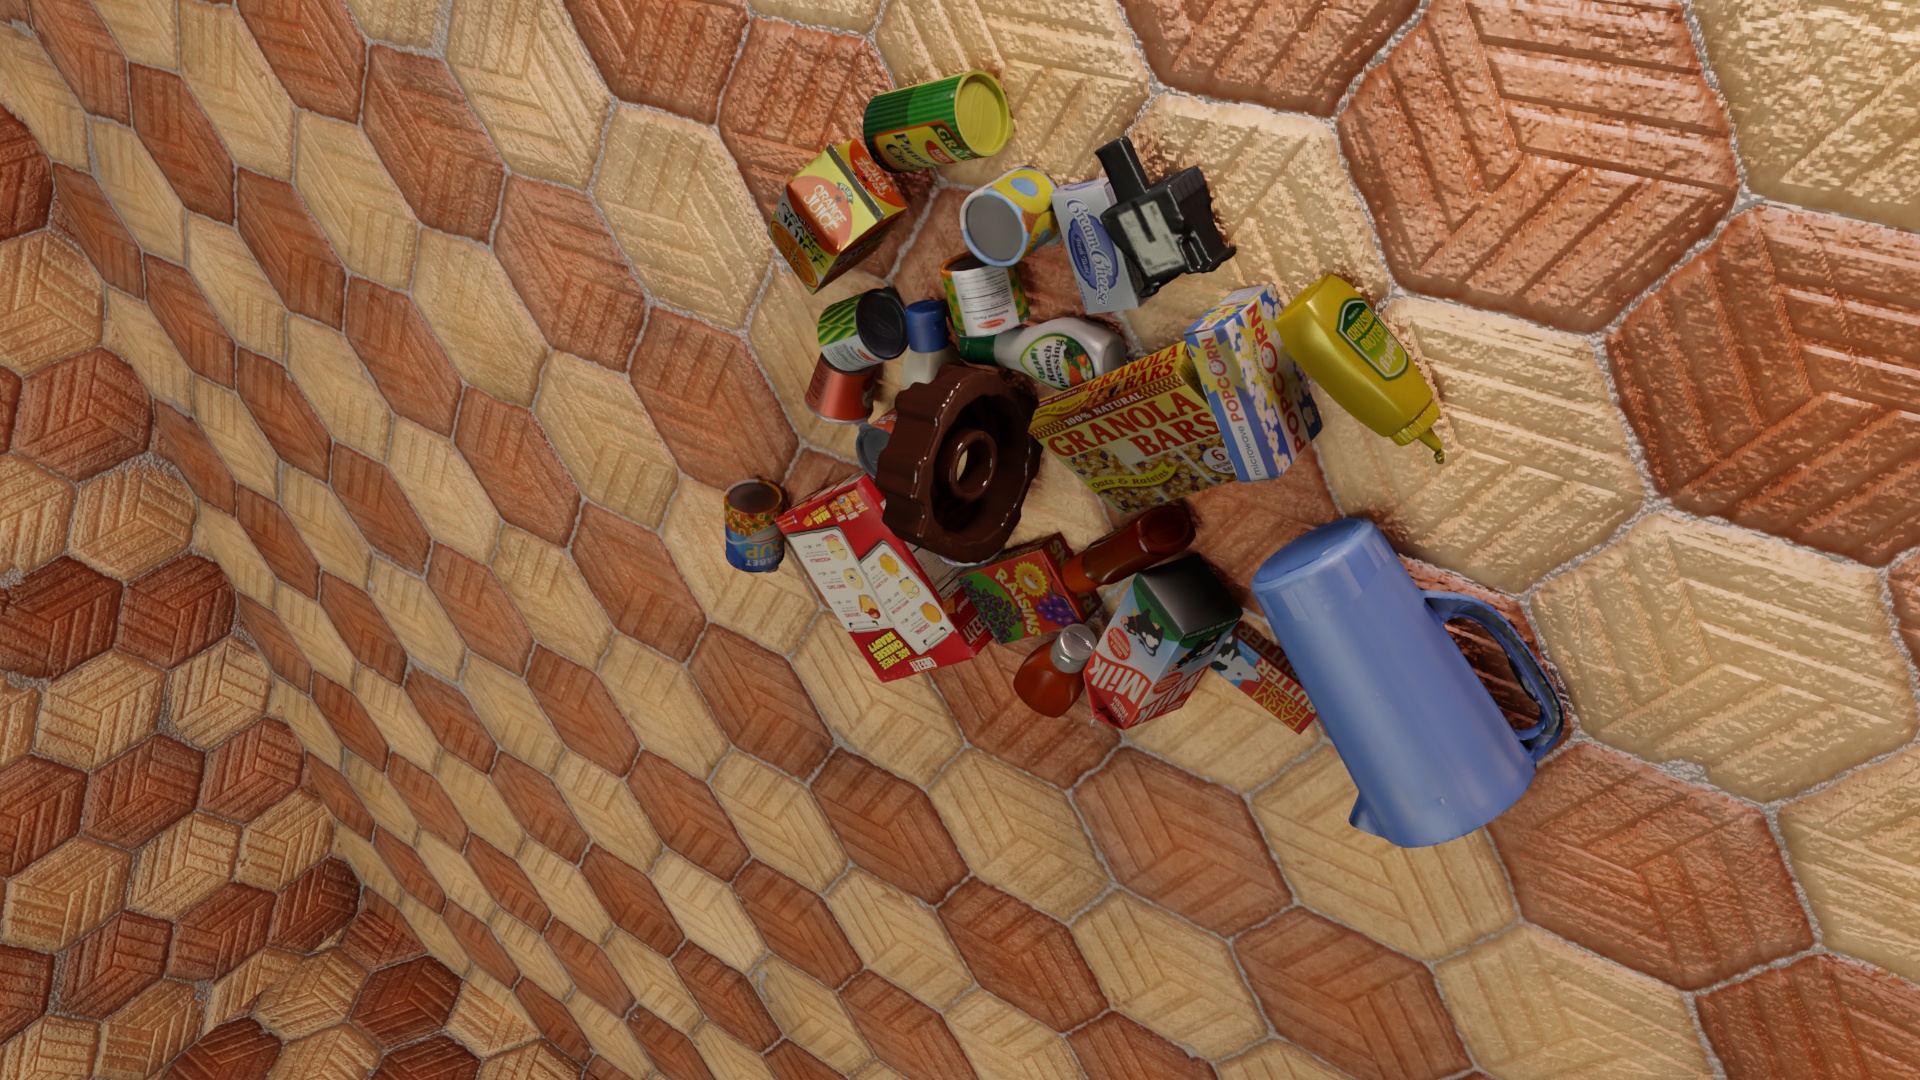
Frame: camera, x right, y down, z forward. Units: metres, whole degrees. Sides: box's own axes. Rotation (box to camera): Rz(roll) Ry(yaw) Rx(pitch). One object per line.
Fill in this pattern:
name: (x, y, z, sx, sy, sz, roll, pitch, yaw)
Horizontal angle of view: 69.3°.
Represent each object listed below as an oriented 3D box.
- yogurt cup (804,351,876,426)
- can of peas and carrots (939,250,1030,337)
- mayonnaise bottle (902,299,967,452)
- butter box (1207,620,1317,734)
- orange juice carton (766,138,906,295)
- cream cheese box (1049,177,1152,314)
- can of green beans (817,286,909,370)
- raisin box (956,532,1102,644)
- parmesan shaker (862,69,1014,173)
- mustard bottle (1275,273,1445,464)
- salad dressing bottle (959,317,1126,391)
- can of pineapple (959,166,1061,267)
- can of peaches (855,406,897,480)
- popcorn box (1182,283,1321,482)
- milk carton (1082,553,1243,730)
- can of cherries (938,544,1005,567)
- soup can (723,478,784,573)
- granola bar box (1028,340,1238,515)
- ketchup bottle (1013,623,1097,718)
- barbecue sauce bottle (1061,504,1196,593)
yogurt cup: (-0.112, -0.151, 1.335, 0.072, 0.073, 0.053, 31, 128, 20)
can of peas and carrots: (0.020, -0.211, 1.170, 0.071, 0.071, 0.058, 7, 124, 38)
mayonnaise bottle: (-0.024, -0.143, 1.265, 0.041, 0.065, 0.147, 16, 126, 34)
butter box: (0.274, 0.121, 1.227, 0.103, 0.024, 0.052, 38, 139, 14)
orange juice carton: (-0.104, -0.274, 1.166, 0.071, 0.073, 0.192, 54, 166, -6)
cream cheese box: (0.112, -0.233, 1.101, 0.053, 0.024, 0.103, 0, 120, 40)
can of green beans: (-0.089, -0.193, 1.279, 0.057, 0.071, 0.071, -9, 114, 46)
raisin box: (0.065, 0.048, 1.346, 0.123, 0.040, 0.086, -19, 106, 47)
parmesan shaker: (-0.018, -0.332, 1.112, 0.103, 0.072, 0.071, 2, 121, 42)
mustard bottle: (0.298, -0.117, 0.997, 0.160, 0.065, 0.048, 46, 145, -4)
salad dressing bottle: (0.067, -0.161, 1.181, 0.148, 0.044, 0.064, 13, 129, 35)
can of pineapple: (0.043, -0.259, 1.117, 0.071, 0.058, 0.070, 23, 133, 27)
can of peaches: (-0.059, -0.095, 1.334, 0.071, 0.058, 0.070, 24, 134, 28)
popcorn box: (0.222, -0.118, 1.044, 0.038, 0.085, 0.126, -7, 114, 43)
milk carton: (0.173, 0.105, 1.253, 0.073, 0.072, 0.189, 56, 146, 28)
can of cherries: (0.005, -0.017, 1.332, 0.071, 0.072, 0.058, 12, 127, 36)
soup can: (-0.226, -0.015, 1.537, 0.071, 0.072, 0.083, 28, 135, 24)
granola bar box: (0.156, -0.088, 1.129, 0.124, 0.039, 0.165, 39, 145, -26)
ketchup bottle: (0.095, 0.125, 1.347, 0.065, 0.044, 0.148, 36, 154, 6)
barbecue sauce bottle: (0.142, 0.012, 1.235, 0.148, 0.065, 0.043, -33, 76, 58)
